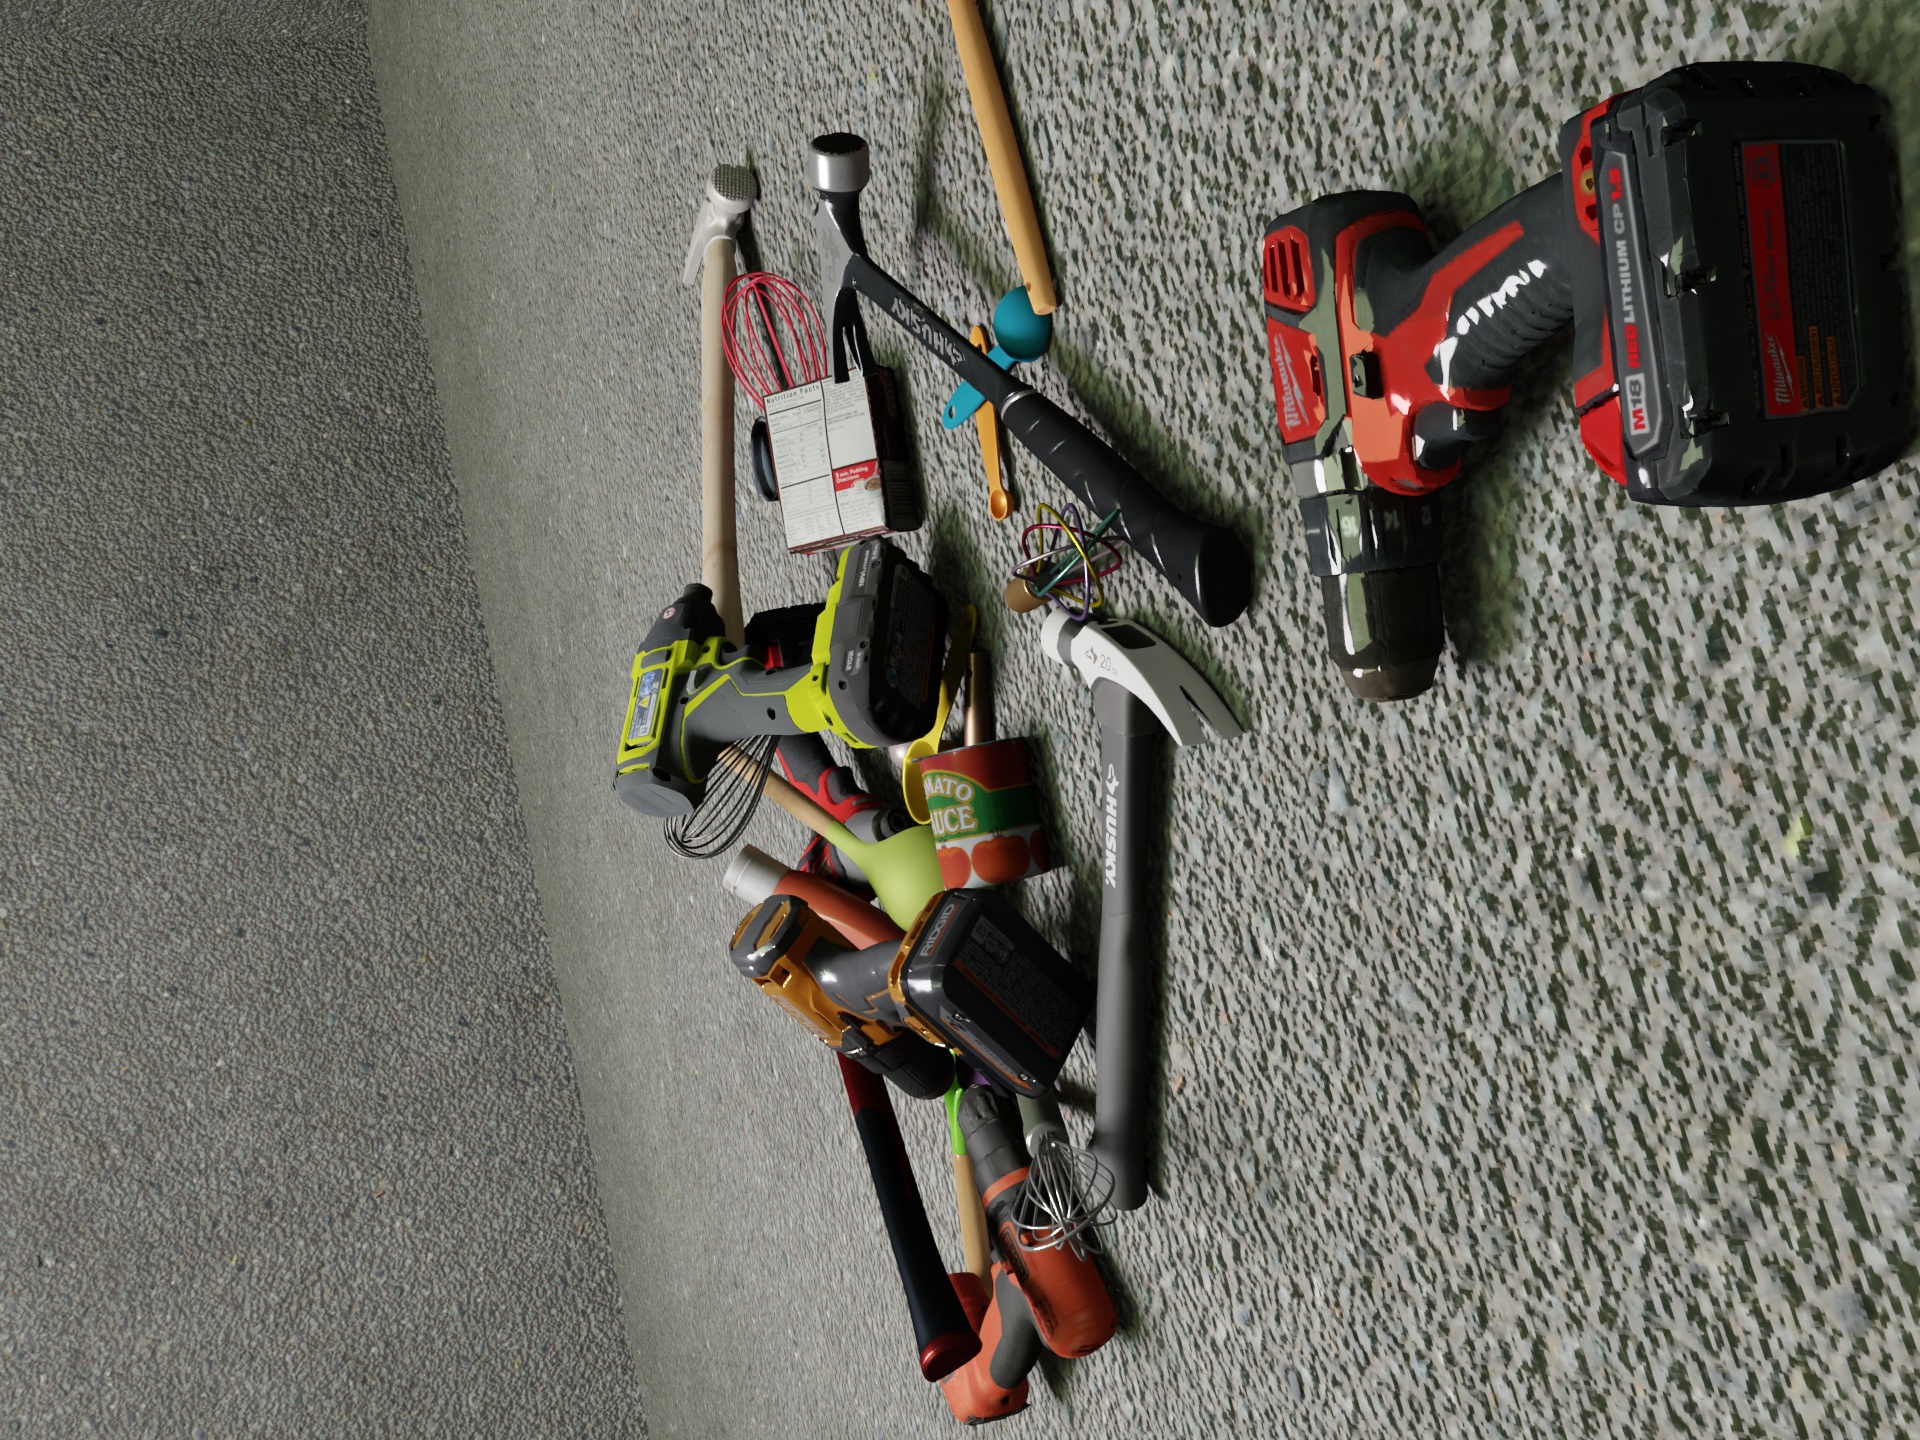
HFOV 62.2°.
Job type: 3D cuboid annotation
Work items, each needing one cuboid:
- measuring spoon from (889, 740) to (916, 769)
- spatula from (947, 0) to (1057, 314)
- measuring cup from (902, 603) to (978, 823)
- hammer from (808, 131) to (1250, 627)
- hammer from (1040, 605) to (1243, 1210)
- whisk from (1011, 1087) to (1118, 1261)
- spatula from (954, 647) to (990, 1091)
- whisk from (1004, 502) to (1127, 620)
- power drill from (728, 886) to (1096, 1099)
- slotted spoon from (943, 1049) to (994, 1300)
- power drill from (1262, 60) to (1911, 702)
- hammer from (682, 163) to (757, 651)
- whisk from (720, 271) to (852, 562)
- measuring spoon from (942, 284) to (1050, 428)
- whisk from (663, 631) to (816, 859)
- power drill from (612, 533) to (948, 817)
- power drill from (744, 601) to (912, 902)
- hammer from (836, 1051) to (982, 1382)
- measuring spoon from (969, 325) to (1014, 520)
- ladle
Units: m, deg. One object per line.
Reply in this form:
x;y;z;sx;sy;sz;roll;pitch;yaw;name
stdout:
-0.042;-0.023;1.113;0.034;0.018;0.124;-153;58;-61;measuring spoon
-0.002;-0.371;0.867;0.081;0.041;0.323;-32;70;63;spatula
-0.002;-0.003;1.036;0.062;0.029;0.156;48;129;51;measuring cup
0.020;-0.173;0.854;0.409;0.036;0.149;50;150;40;hammer
0.090;0.115;0.853;0.146;0.035;0.334;-146;51;-59;hammer
0.050;0.241;0.895;0.058;0.059;0.246;56;180;-4;whisk
0.014;0.107;1.036;0.060;0.018;0.315;13;112;42;spatula
0.044;-0.077;0.802;0.051;0.047;0.245;-60;4;-2;whisk
-0.021;0.180;0.988;0.226;0.084;0.185;-10;131;50;power drill
0.004;0.330;1.134;0.070;0.031;0.313;2;103;48;slotted spoon
0.182;-0.098;0.524;0.227;0.080;0.188;-175;77;-68;power drill
-0.189;-0.218;1.236;0.146;0.038;0.411;135;135;-63;hammer
-0.106;-0.198;1.140;0.296;0.073;0.073;68;154;16;whisk
0.011;-0.202;0.908;0.128;0.021;0.042;-40;60;56;measuring spoon
-0.126;-0.003;1.114;0.055;0.239;0.055;34;170;7;whisk
-0.124;-0.037;1.049;0.223;0.080;0.171;-13;55;30;power drill
-0.101;0.029;1.188;0.143;0.078;0.220;-44;62;53;power drill
-0.064;0.268;1.063;0.143;0.038;0.387;45;-171;-31;hammer
0.019;-0.175;0.934;0.021;0.011;0.117;-14;83;59;measuring spoon
-0.091;0.063;1.104;0.320;0.062;0.078;30;126;48;ladle
